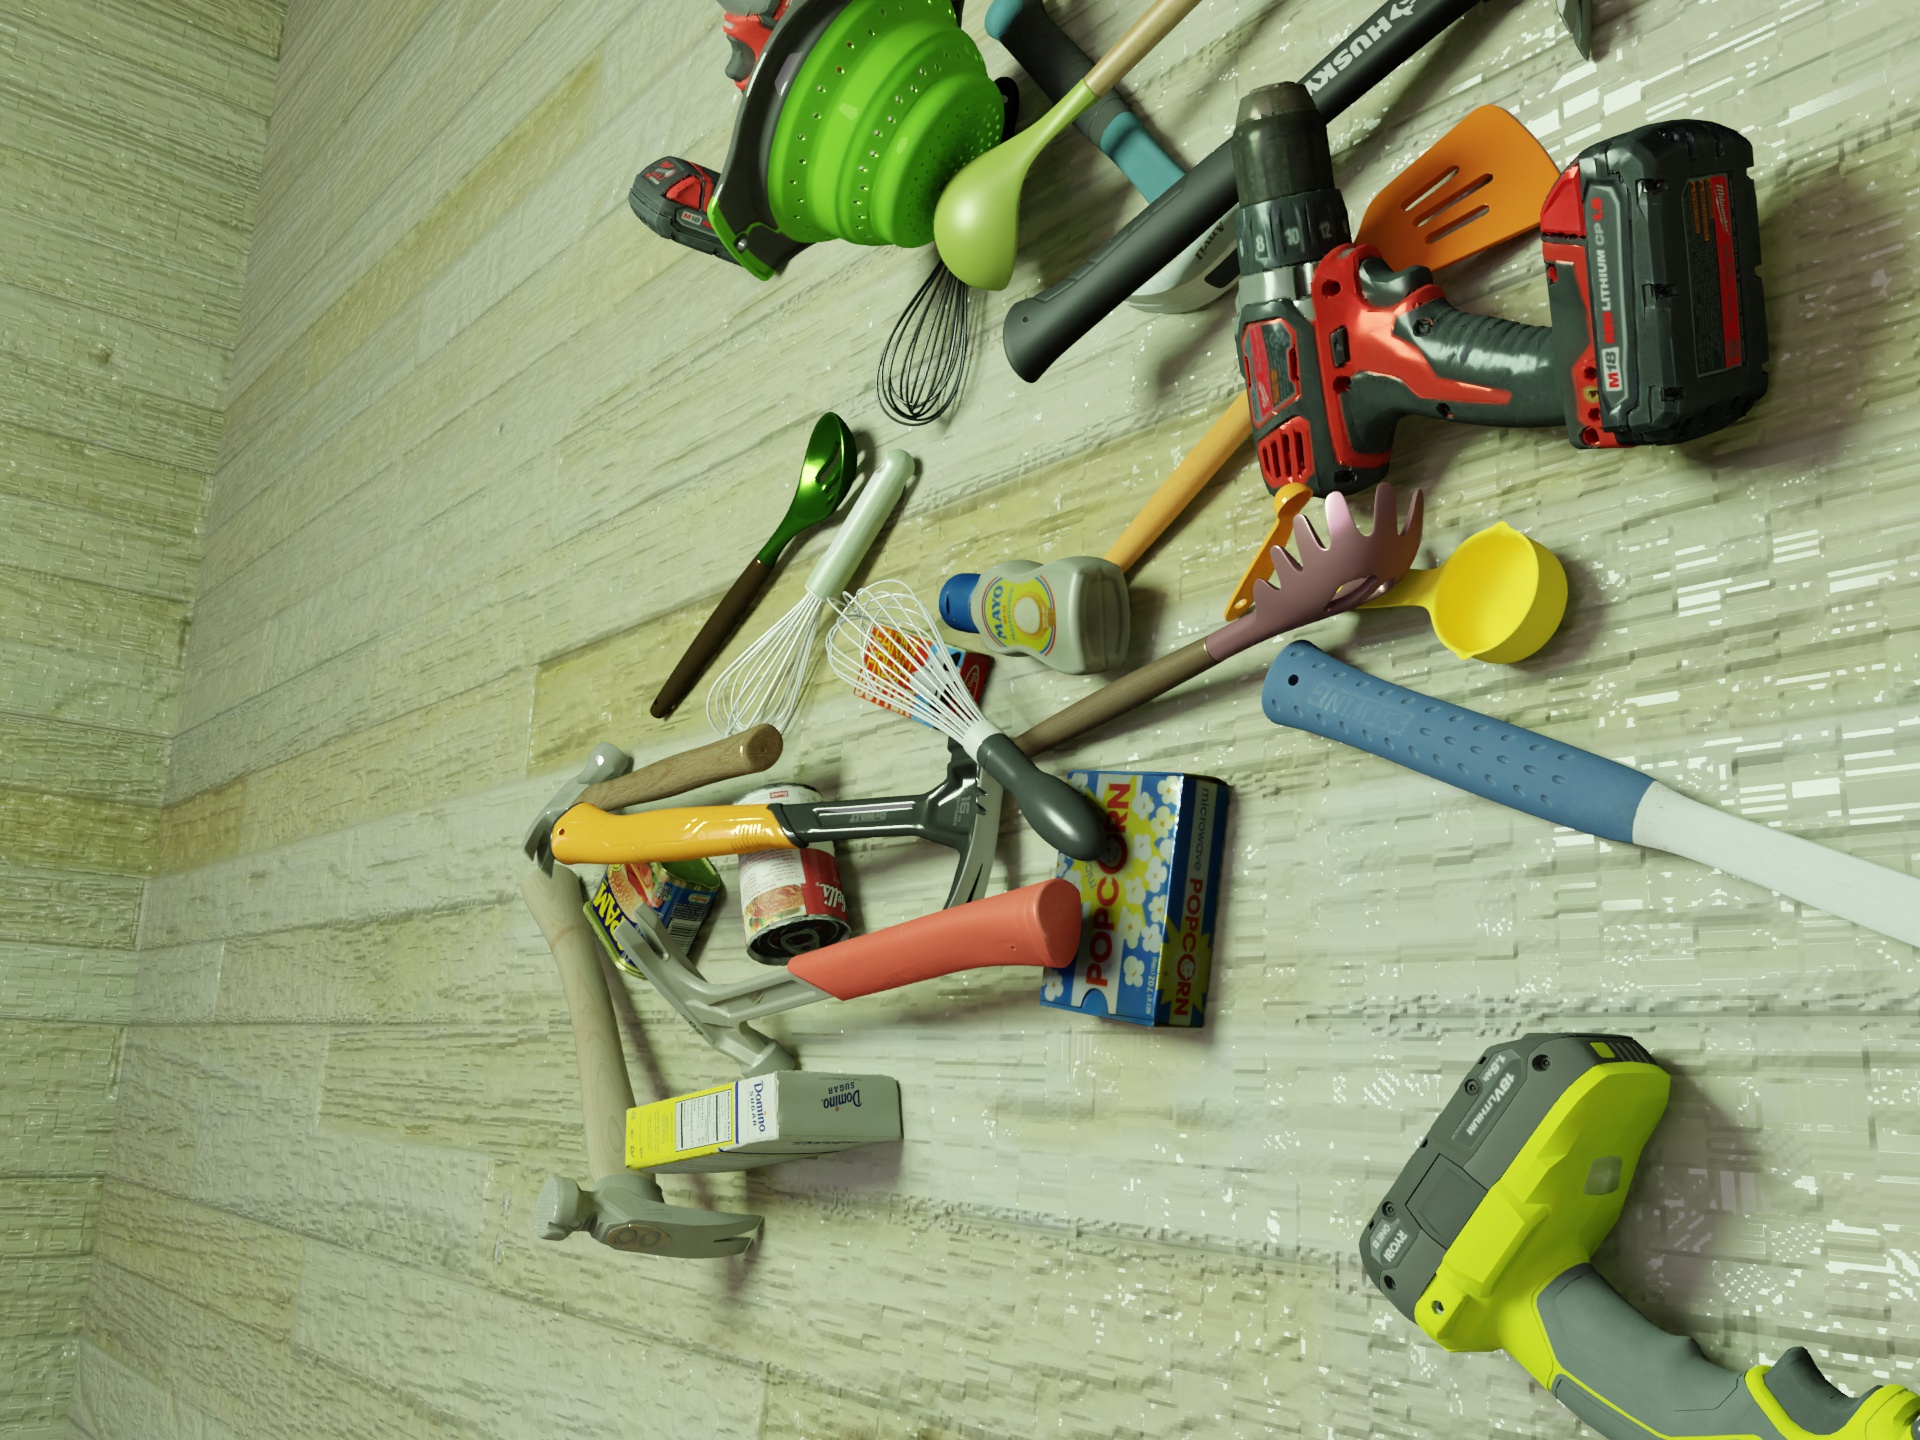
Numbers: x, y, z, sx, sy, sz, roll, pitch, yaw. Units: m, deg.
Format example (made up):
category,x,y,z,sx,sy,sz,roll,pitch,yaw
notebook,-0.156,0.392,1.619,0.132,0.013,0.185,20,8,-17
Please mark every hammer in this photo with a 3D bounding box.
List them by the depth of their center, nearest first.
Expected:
category,x,y,z,sx,sy,sz,roll,pitch,yaw
hammer,0.270,0.044,0.609,0.406,0.035,0.144,26,100,51
hammer,0.153,-0.284,0.796,0.334,0.035,0.146,-37,52,24
hammer,-0.066,0.135,0.913,0.359,0.149,0.037,-25,19,48
hammer,0.090,-0.358,0.949,0.128,0.033,0.331,-51,45,27
hammer,-0.128,0.075,0.995,0.337,0.034,0.127,-5,64,30
hammer,-0.227,0.047,1.155,0.331,0.031,0.130,-16,32,52
hammer,-0.260,0.232,1.172,0.038,0.146,0.411,-62,31,17

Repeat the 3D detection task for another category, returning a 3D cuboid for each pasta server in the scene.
category,x,y,z,sx,sy,sz,roll,pitch,yaw
pasta server,0.111,-0.035,0.808,0.316,0.060,0.040,-30,62,53

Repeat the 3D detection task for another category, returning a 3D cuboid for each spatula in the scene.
category,x,y,z,sx,sy,sz,roll,pitch,yaw
spatula,0.164,-0.168,0.813,0.322,0.041,0.081,-49,47,36

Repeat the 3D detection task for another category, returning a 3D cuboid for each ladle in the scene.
category,x,y,z,sx,sy,sz,roll,pitch,yaw
ladle,0.101,-0.366,0.890,0.320,0.062,0.078,-39,49,27

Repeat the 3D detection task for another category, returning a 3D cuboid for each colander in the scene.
category,x,y,z,sx,sy,sz,roll,pitch,yaw
colander,0.008,-0.423,0.964,0.094,0.204,0.397,37,92,14

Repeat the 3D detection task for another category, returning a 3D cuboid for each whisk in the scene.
category,x,y,z,sx,sy,sz,roll,pitch,yaw
whisk,-0.002,-0.002,0.894,0.285,0.070,0.070,45,115,47
whisk,-0.004,-0.308,1.041,0.055,0.055,0.239,13,86,52
whisk,-0.102,-0.082,1.098,0.246,0.059,0.058,-56,15,18

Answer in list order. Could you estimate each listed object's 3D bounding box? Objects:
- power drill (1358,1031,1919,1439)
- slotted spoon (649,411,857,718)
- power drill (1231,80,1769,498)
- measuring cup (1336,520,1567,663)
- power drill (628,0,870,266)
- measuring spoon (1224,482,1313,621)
category,x,y,z,sx,sy,sz,roll,pitch,yaw
power drill,0.265,0.210,0.538,0.229,0.080,0.190,44,114,44
slotted spoon,-0.158,-0.104,1.187,0.313,0.031,0.070,-49,46,33
power drill,0.207,-0.193,0.675,0.227,0.080,0.188,4,109,52
measuring cup,0.212,-0.057,0.727,0.157,0.029,0.062,13,86,63
power drill,-0.166,-0.468,1.208,0.079,0.143,0.219,50,120,48
measuring spoon,0.145,-0.080,0.769,0.011,0.021,0.116,58,161,20
